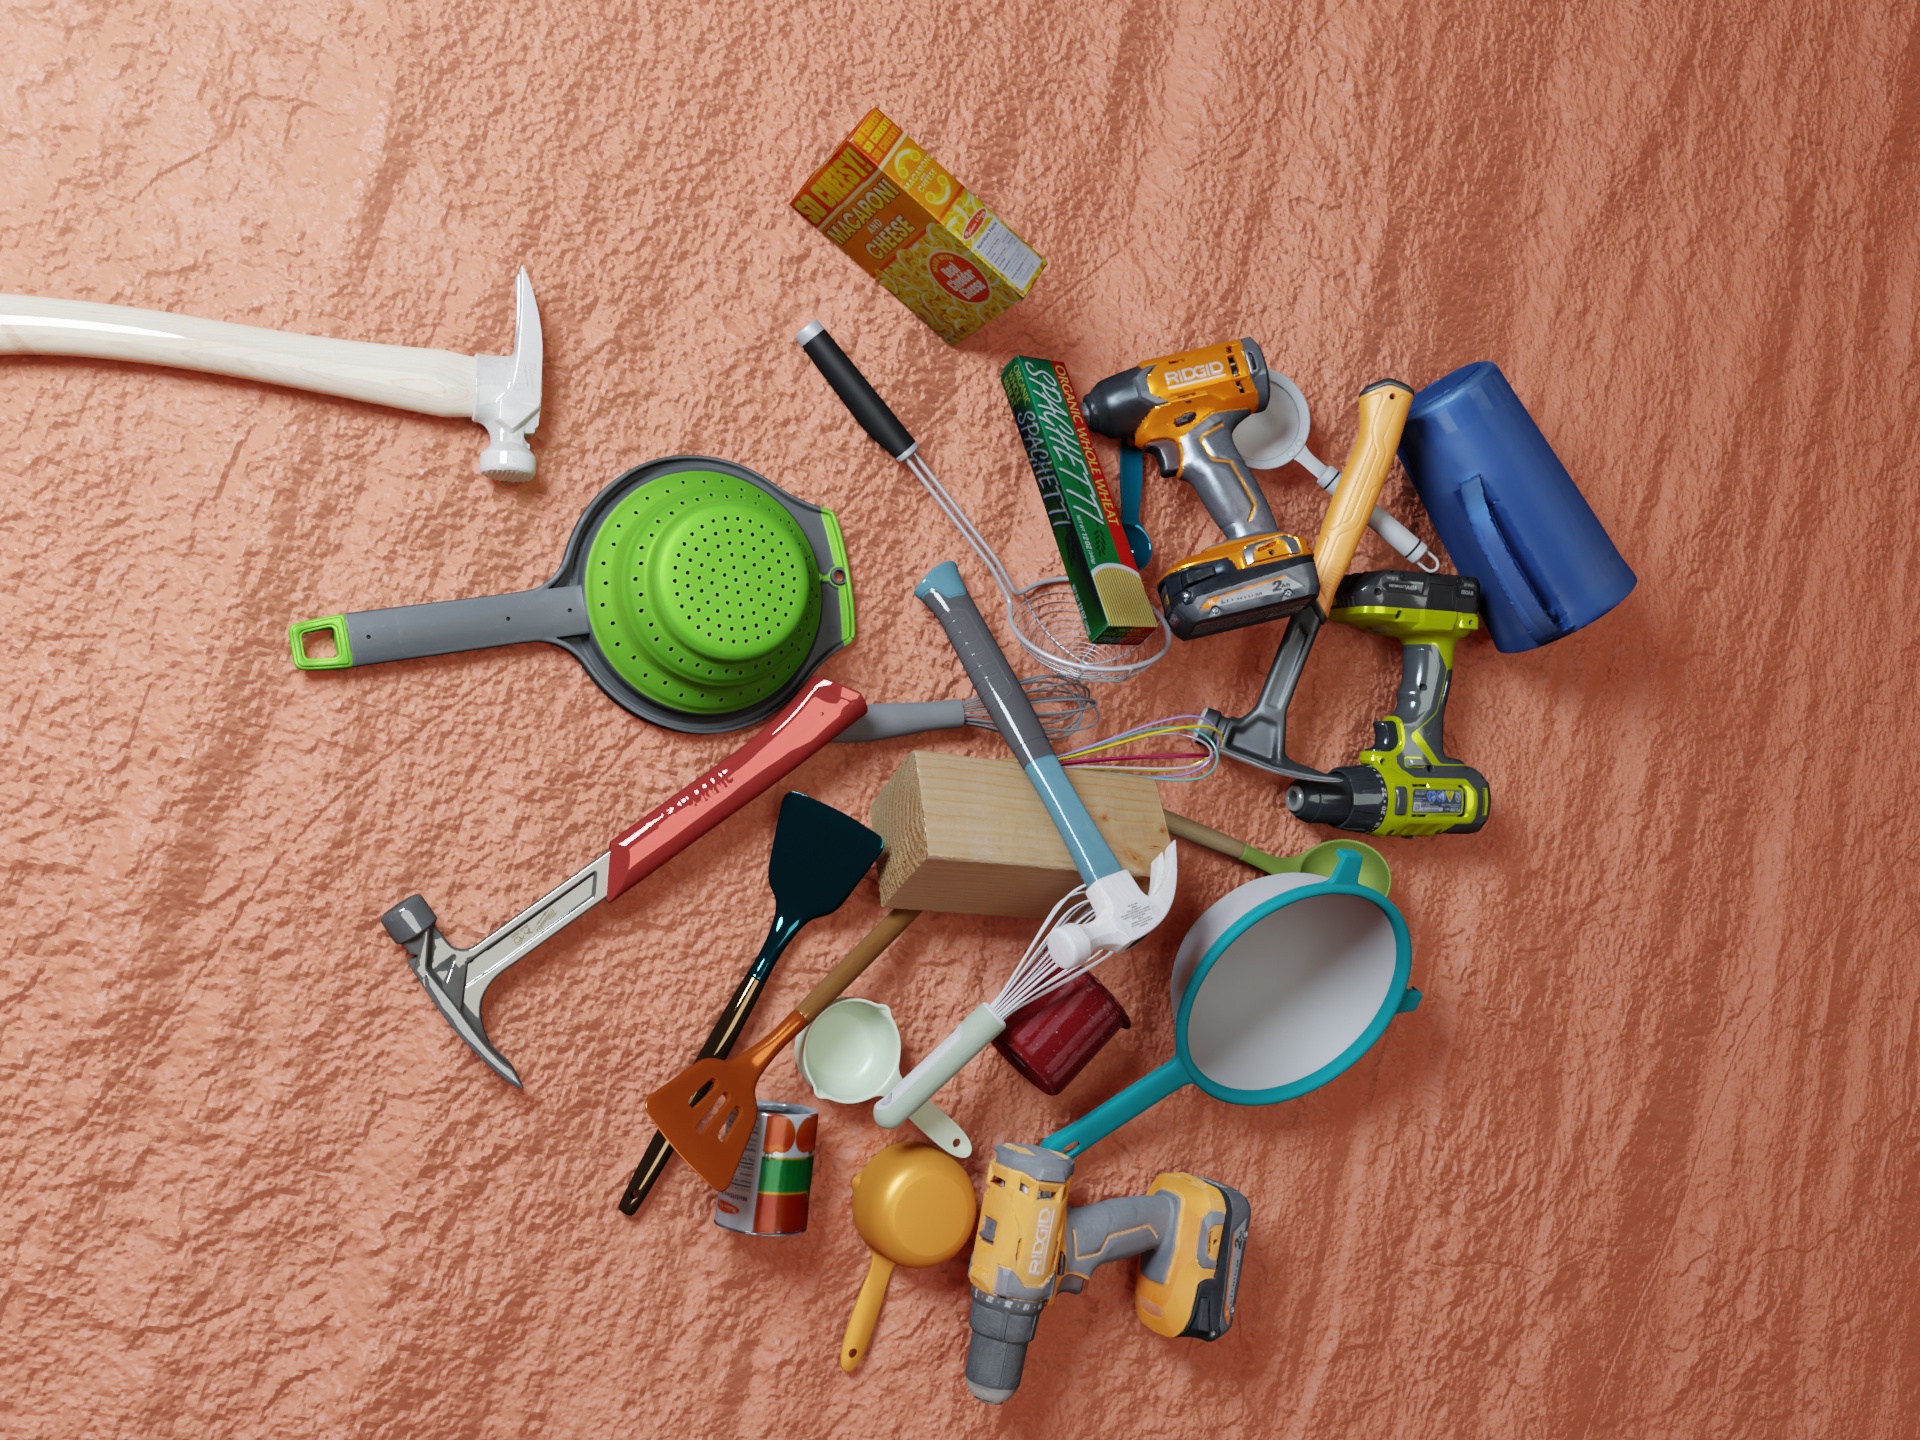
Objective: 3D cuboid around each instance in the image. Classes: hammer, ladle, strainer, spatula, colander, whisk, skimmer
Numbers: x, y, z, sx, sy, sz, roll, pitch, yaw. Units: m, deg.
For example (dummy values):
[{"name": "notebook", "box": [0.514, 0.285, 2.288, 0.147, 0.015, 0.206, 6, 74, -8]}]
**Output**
[{"name": "hammer", "box": [-0.479, -0.249, 1.022, 0.410, 0.038, 0.146, 3, 85, -24]}, {"name": "ladle", "box": [0.217, 0.094, 1.313, 0.320, 0.062, 0.078, 22, 52, -19]}, {"name": "strainer", "box": [0.304, -0.210, 1.347, 0.258, 0.050, 0.087, 40, 81, 1]}, {"name": "spatula", "box": [-0.094, 0.196, 1.136, 0.081, 0.041, 0.323, 51, 56, -5]}, {"name": "colander", "box": [-0.245, -0.080, 1.088, 0.397, 0.094, 0.204, -10, 92, -25]}, {"name": "whisk", "box": [-0.002, -0.003, 1.224, 0.239, 0.055, 0.055, -5, 90, -20]}, {"name": "spatula", "box": [-0.162, 0.207, 1.141, 0.082, 0.044, 0.317, 27, 77, 4]}, {"name": "whisk", "box": [0.092, 0.036, 1.251, 0.245, 0.047, 0.051, -7, 77, -13]}, {"name": "hammer", "box": [-0.210, 0.092, 1.115, 0.359, 0.037, 0.149, -36, 102, -17]}, {"name": "hammer", "box": [0.051, 0.020, 1.170, 0.128, 0.033, 0.331, -13, 64, -34]}, {"name": "strainer", "box": [0.197, 0.235, 1.284, 0.340, 0.095, 0.210, -33, 124, -2]}, {"name": "hammer", "box": [0.308, -0.117, 1.311, 0.127, 0.034, 0.337, 20, 91, 8]}, {"name": "skimmer", "box": [0.017, -0.172, 1.215, 0.363, 0.090, 0.127, 50, 39, -12]}, {"name": "whisk", "box": [0.030, 0.210, 1.165, 0.246, 0.058, 0.059, -42, 106, -5]}]

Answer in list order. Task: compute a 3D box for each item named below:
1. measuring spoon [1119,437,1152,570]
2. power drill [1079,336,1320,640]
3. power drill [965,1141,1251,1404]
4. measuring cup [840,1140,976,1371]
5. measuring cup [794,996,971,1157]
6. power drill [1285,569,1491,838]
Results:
[{"name": "measuring spoon", "box": [0.136, -0.182, 1.314, 0.042, 0.021, 0.129, 9, 75, -21]}, {"name": "power drill", "box": [0.185, -0.185, 1.272, 0.164, 0.084, 0.226, -13, 80, -4]}, {"name": "power drill", "box": [0.105, 0.428, 1.219, 0.226, 0.084, 0.185, 15, 82, -30]}, {"name": "measuring cup", "box": [-0.046, 0.402, 1.178, 0.095, 0.052, 0.174, 26, 75, -21]}, {"name": "measuring cup", "box": [-0.056, 0.272, 1.190, 0.167, 0.038, 0.083, 45, 71, -18]}, {"name": "power drill", "box": [0.370, -0.012, 1.377, 0.190, 0.080, 0.228, 2, 89, -23]}]
